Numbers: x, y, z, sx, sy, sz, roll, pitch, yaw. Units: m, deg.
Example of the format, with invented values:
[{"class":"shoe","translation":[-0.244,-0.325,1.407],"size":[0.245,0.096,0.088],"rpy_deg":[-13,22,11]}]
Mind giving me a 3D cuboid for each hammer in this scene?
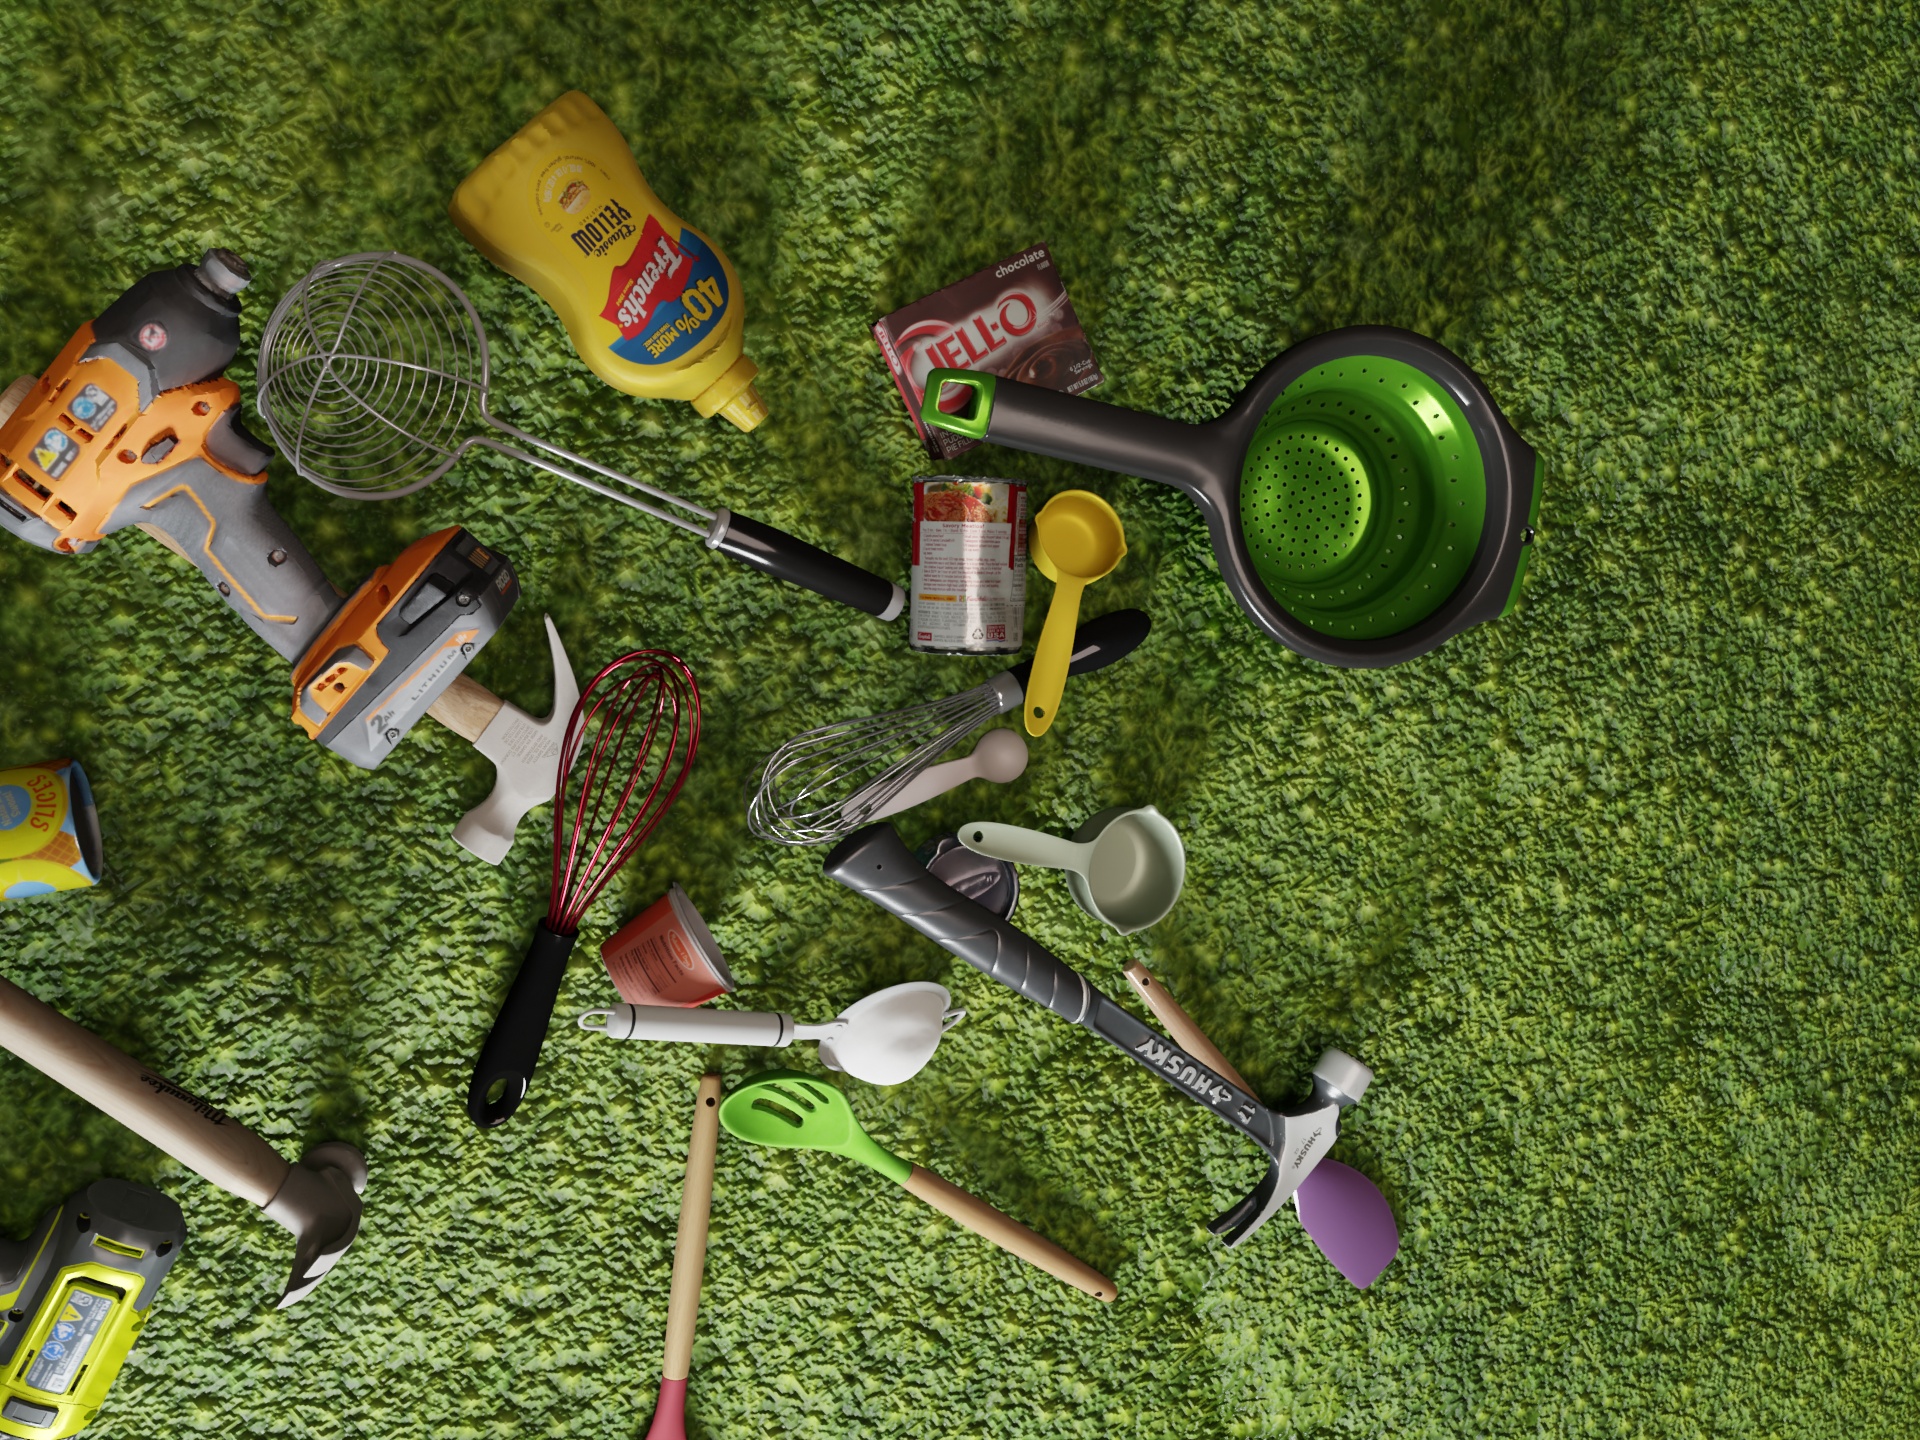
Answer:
[{"class":"hammer","translation":[-0.467,0.140,0.768],"size":[0.410,0.146,0.038],"rpy_deg":[40,84,-14]},{"class":"hammer","translation":[0.082,0.184,0.980],"size":[0.408,0.036,0.149],"rpy_deg":[36,84,-23]},{"class":"hammer","translation":[-0.343,-0.066,0.833],"size":[0.331,0.031,0.130],"rpy_deg":[37,84,-19]}]

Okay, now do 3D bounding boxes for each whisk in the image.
[{"class":"whisk","translation":[-0.213,0.097,0.871],"size":[0.073,0.073,0.296],"rpy_deg":[19,102,-20]},{"class":"whisk","translation":[-0.001,-0.004,0.949],"size":[0.284,0.070,0.070],"rpy_deg":[-27,105,-19]}]

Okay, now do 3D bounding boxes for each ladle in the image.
[{"class":"ladle","translation":[-0.168,0.366,0.949],"size":[0.069,0.031,0.315],"rpy_deg":[7,92,-22]}]

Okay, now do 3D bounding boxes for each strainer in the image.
[{"class":"strainer","translation":[-0.096,0.180,0.911],"size":[0.258,0.050,0.086],"rpy_deg":[11,127,-33]}]

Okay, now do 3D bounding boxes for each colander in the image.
[{"class":"colander","translation":[0.157,-0.151,0.967],"size":[0.397,0.094,0.204],"rpy_deg":[10,93,-17]}]

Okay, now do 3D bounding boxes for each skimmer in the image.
[{"class":"skimmer","translation":[-0.196,-0.135,0.878],"size":[0.363,0.090,0.127],"rpy_deg":[21,95,-30]}]

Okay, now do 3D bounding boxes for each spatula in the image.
[{"class":"spatula","translation":[0.205,0.270,1.073],"size":[0.060,0.018,0.315],"rpy_deg":[-45,109,-12]}]

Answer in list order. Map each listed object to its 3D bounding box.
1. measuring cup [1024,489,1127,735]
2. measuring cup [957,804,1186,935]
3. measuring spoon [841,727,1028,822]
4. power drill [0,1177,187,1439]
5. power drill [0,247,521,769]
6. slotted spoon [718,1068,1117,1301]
[{"class":"measuring cup","translation":[0.057,-0.063,0.956],"size":[0.062,0.029,0.156],"rpy_deg":[18,75,-15]},{"class":"measuring cup","translation":[0.063,0.082,0.978],"size":[0.167,0.038,0.083],"rpy_deg":[14,87,-29]},{"class":"measuring spoon","translation":[-0.013,0.038,0.968],"size":[0.124,0.018,0.034],"rpy_deg":[-20,103,-15]},{"class":"power drill","translation":[-0.534,0.298,0.787],"size":[0.228,0.080,0.190],"rpy_deg":[29,87,-22]},{"class":"power drill","translation":[-0.326,-0.102,0.759],"size":[0.226,0.084,0.164],"rpy_deg":[41,102,-17]},{"class":"slotted spoon","translation":[-0.017,0.294,0.991],"size":[0.313,0.031,0.070],"rpy_deg":[36,118,-23]}]
